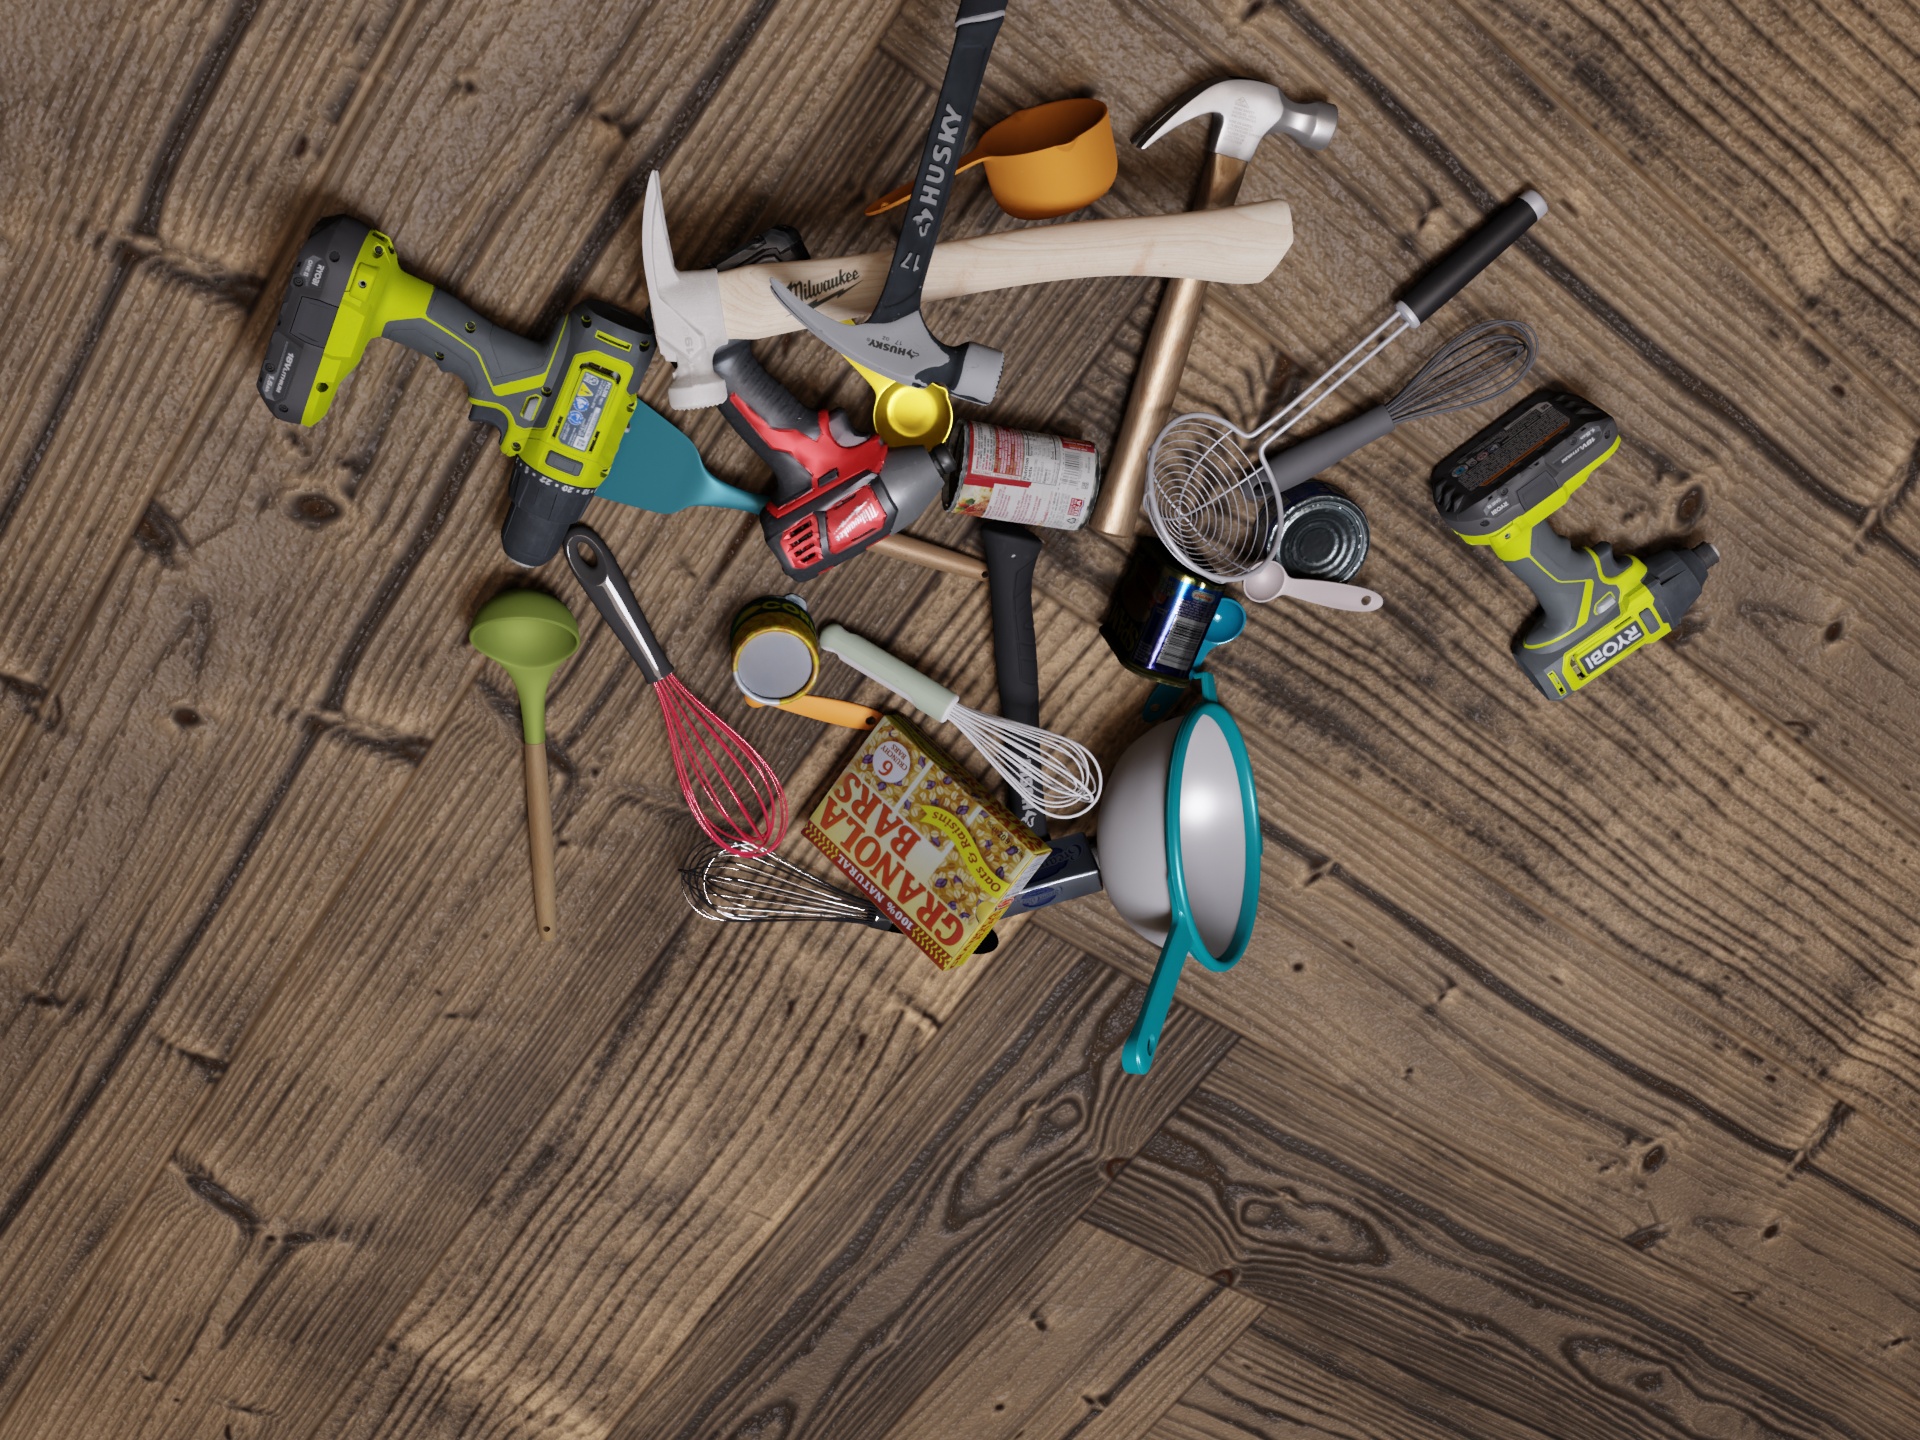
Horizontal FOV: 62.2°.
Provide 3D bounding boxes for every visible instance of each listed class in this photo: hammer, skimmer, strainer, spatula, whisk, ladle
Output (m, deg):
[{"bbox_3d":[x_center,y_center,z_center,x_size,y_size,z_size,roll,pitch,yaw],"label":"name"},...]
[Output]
[{"bbox_3d":[0.006,-0.299,1.012,0.410,0.038,0.146,-9,110,-3],"label":"hammer"},{"bbox_3d":[0.281,-0.247,1.134,0.363,0.090,0.127,-41,104,7],"label":"skimmer"},{"bbox_3d":[0.143,0.132,1.215,0.095,0.341,0.210,-3,127,28],"label":"strainer"},{"bbox_3d":[0.001,-0.407,0.966,0.149,0.036,0.409,15,89,-6],"label":"hammer"},{"bbox_3d":[0.153,-0.288,1.138,0.130,0.031,0.331,10,115,-14],"label":"hammer"},{"bbox_3d":[-0.115,-0.154,1.169,0.317,0.044,0.082,15,112,-21],"label":"spatula"},{"bbox_3d":[-0.095,0.154,1.309,0.284,0.070,0.070,16,113,-21],"label":"whisk"},{"bbox_3d":[-0.326,0.044,1.217,0.078,0.062,0.320,0,119,-9],"label":"ladle"},{"bbox_3d":[-0.217,-0.018,1.204,0.073,0.073,0.295,-27,111,5],"label":"whisk"},{"bbox_3d":[-0.002,-0.004,1.205,0.246,0.057,0.059,31,85,5],"label":"whisk"},{"bbox_3d":[0.317,-0.228,1.186,0.239,0.055,0.055,-28,117,10],"label":"whisk"},{"bbox_3d":[0.042,-0.001,1.254,0.146,0.035,0.334,-9,121,-5],"label":"hammer"}]

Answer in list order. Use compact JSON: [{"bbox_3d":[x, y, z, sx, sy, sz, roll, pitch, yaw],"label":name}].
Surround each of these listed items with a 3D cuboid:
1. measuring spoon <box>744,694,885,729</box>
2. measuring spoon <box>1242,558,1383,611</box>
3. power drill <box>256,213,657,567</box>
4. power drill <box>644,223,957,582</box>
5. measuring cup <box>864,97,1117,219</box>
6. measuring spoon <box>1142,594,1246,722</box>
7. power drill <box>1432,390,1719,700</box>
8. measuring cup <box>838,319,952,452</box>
[{"bbox_3d":[-0.112,-0.008,1.247,0.117,0.011,0.021,12,114,-15],"label":"measuring spoon"},{"bbox_3d":[0.270,-0.102,1.222,0.124,0.018,0.034,9,115,-20],"label":"measuring spoon"},{"bbox_3d":[-0.341,-0.219,1.072,0.228,0.080,0.190,21,112,-21],"label":"power drill"},{"bbox_3d":[-0.106,-0.217,1.087,0.143,0.079,0.219,-28,108,5],"label":"power drill"},{"bbox_3d":[0.022,-0.350,1.047,0.173,0.095,0.052,-26,127,-5],"label":"measuring cup"},{"bbox_3d":[0.181,-0.051,1.273,0.042,0.021,0.128,23,120,-19],"label":"measuring spoon"},{"bbox_3d":[0.483,-0.139,1.242,0.171,0.080,0.223,-37,120,11],"label":"power drill"},{"bbox_3d":[-0.065,-0.256,1.129,0.062,0.029,0.156,-38,104,13],"label":"measuring cup"}]
